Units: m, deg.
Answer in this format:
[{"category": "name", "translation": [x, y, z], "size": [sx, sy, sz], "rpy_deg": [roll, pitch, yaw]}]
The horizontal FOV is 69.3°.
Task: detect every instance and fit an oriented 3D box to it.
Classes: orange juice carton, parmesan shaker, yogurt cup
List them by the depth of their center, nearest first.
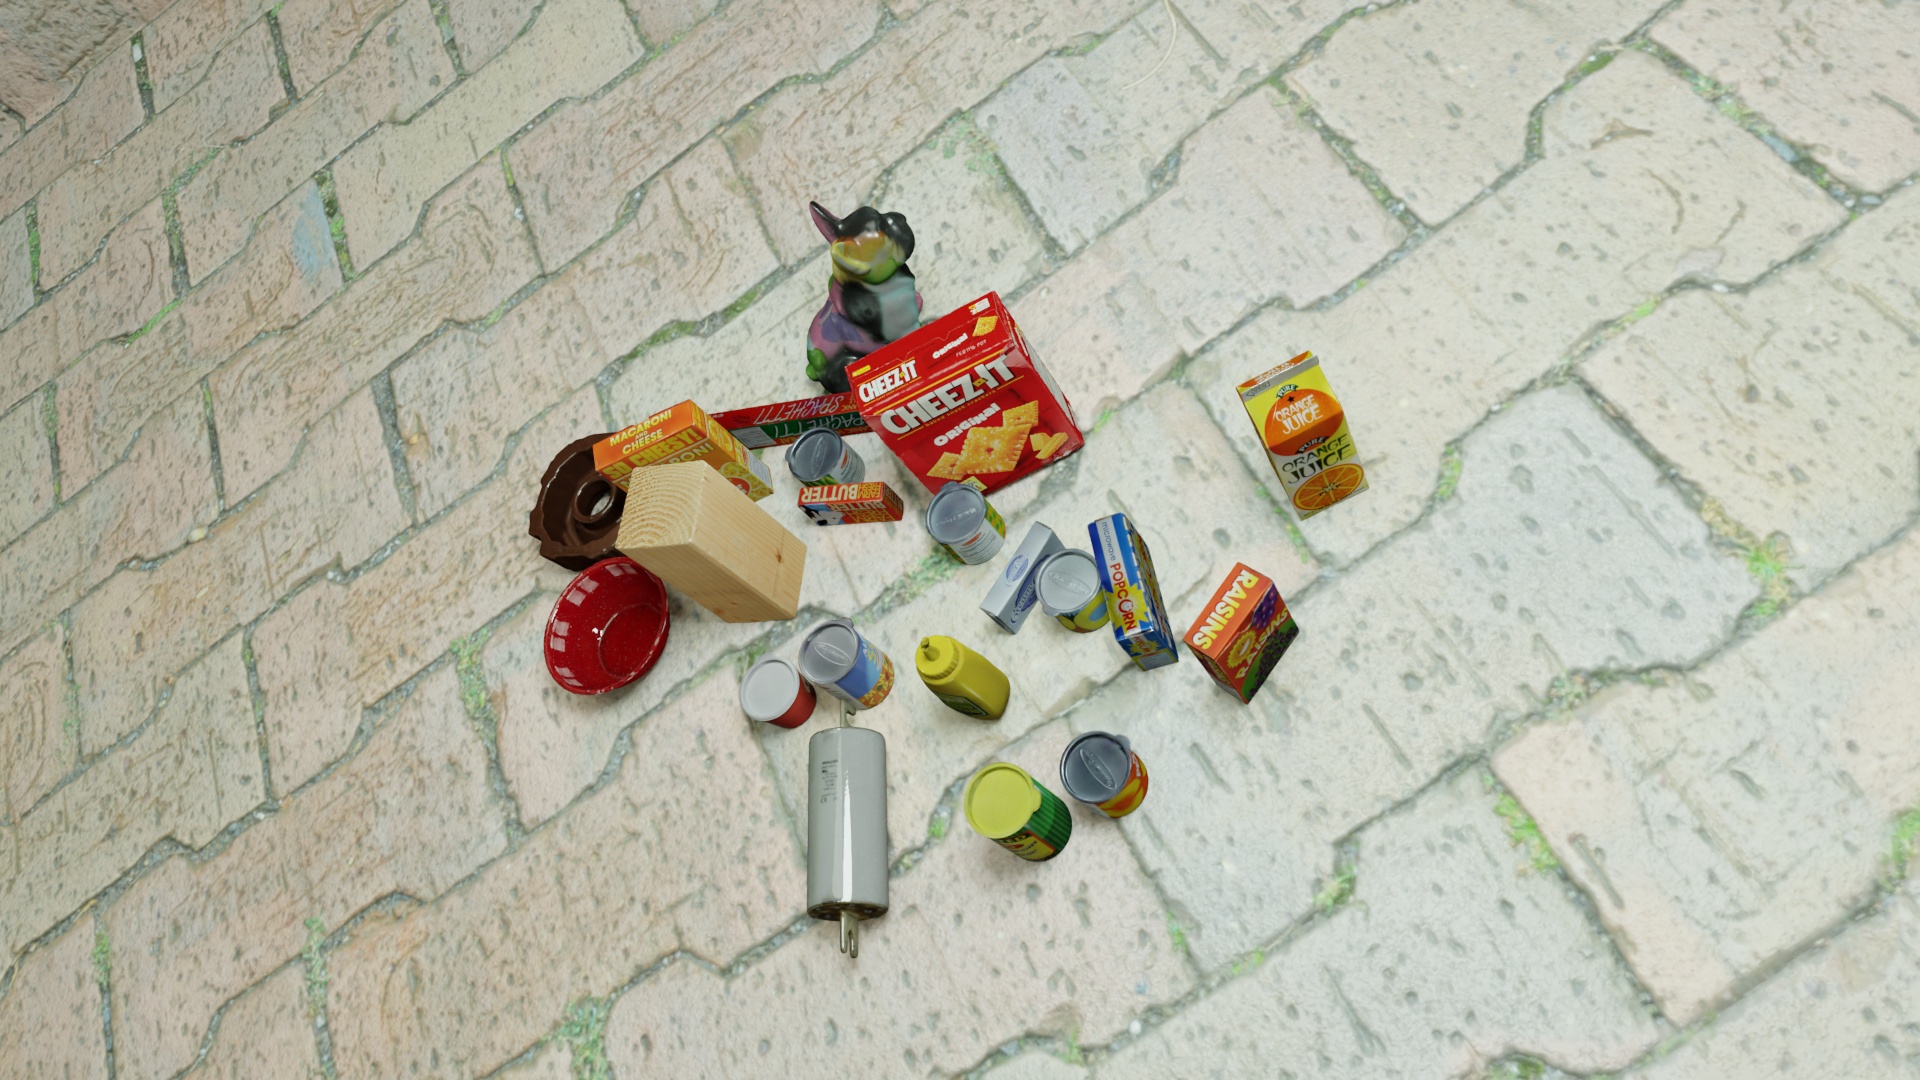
[{"category": "parmesan shaker", "translation": [0.055, 0.242, 1.228], "size": [0.071, 0.103, 0.071], "rpy_deg": [-11, 62, 20]}, {"category": "orange juice carton", "translation": [0.301, -0.100, 1.231], "size": [0.072, 0.192, 0.073], "rpy_deg": [-27, 57, 11]}, {"category": "yogurt cup", "translation": [-0.183, 0.158, 1.412], "size": [0.072, 0.054, 0.072], "rpy_deg": [-11, 62, 20]}]

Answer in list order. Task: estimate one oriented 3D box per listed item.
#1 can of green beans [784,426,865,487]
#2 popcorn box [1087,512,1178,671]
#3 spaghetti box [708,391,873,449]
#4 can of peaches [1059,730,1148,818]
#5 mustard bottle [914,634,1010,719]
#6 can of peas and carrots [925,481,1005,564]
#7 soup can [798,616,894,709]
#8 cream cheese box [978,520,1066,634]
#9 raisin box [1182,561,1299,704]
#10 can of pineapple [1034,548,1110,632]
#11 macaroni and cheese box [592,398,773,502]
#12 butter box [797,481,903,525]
[{"category": "can of green beans", "translation": [-0.145, -0.082, 1.512], "size": [0.071, 0.057, 0.071], "rpy_deg": [-11, 62, 20]}, {"category": "popcorn box", "translation": [0.160, 0.048, 1.288], "size": [0.038, 0.085, 0.127], "rpy_deg": [-20, 59, 15]}, {"category": "spaghetti box", "translation": [-0.190, -0.133, 1.564], "size": [0.250, 0.050, 0.029], "rpy_deg": [-6, 63, 22]}, {"category": "can of peaches", "translation": [0.131, 0.208, 1.238], "size": [0.071, 0.058, 0.071], "rpy_deg": [-11, 62, 20]}, {"category": "mustard bottle", "translation": [-0.006, 0.122, 1.283], "size": [0.065, 0.160, 0.049], "rpy_deg": [8, 70, 28]}, {"category": "can of peas and carrots", "translation": [0.005, -0.018, 1.409], "size": [0.071, 0.058, 0.071], "rpy_deg": [-11, 62, 20]}, {"category": "soup can", "translation": [-0.110, 0.122, 1.378], "size": [0.071, 0.083, 0.071], "rpy_deg": [-11, 62, 20]}, {"category": "cream cheese box", "translation": [0.063, 0.037, 1.358], "size": [0.024, 0.053, 0.104], "rpy_deg": [28, 79, 33]}, {"category": "raisin box", "translation": [0.246, 0.082, 1.207], "size": [0.040, 0.123, 0.086], "rpy_deg": [33, 83, 34]}, {"category": "can of pineapple", "translation": [0.110, 0.050, 1.327], "size": [0.071, 0.057, 0.071], "rpy_deg": [-11, 62, 20]}, {"category": "macaroni and cheese box", "translation": [-0.301, -0.078, 1.518], "size": [0.123, 0.166, 0.040], "rpy_deg": [-23, 58, 13]}, {"category": "butter box", "translation": [-0.116, -0.039, 1.480], "size": [0.103, 0.053, 0.024], "rpy_deg": [-3, 65, 24]}]
